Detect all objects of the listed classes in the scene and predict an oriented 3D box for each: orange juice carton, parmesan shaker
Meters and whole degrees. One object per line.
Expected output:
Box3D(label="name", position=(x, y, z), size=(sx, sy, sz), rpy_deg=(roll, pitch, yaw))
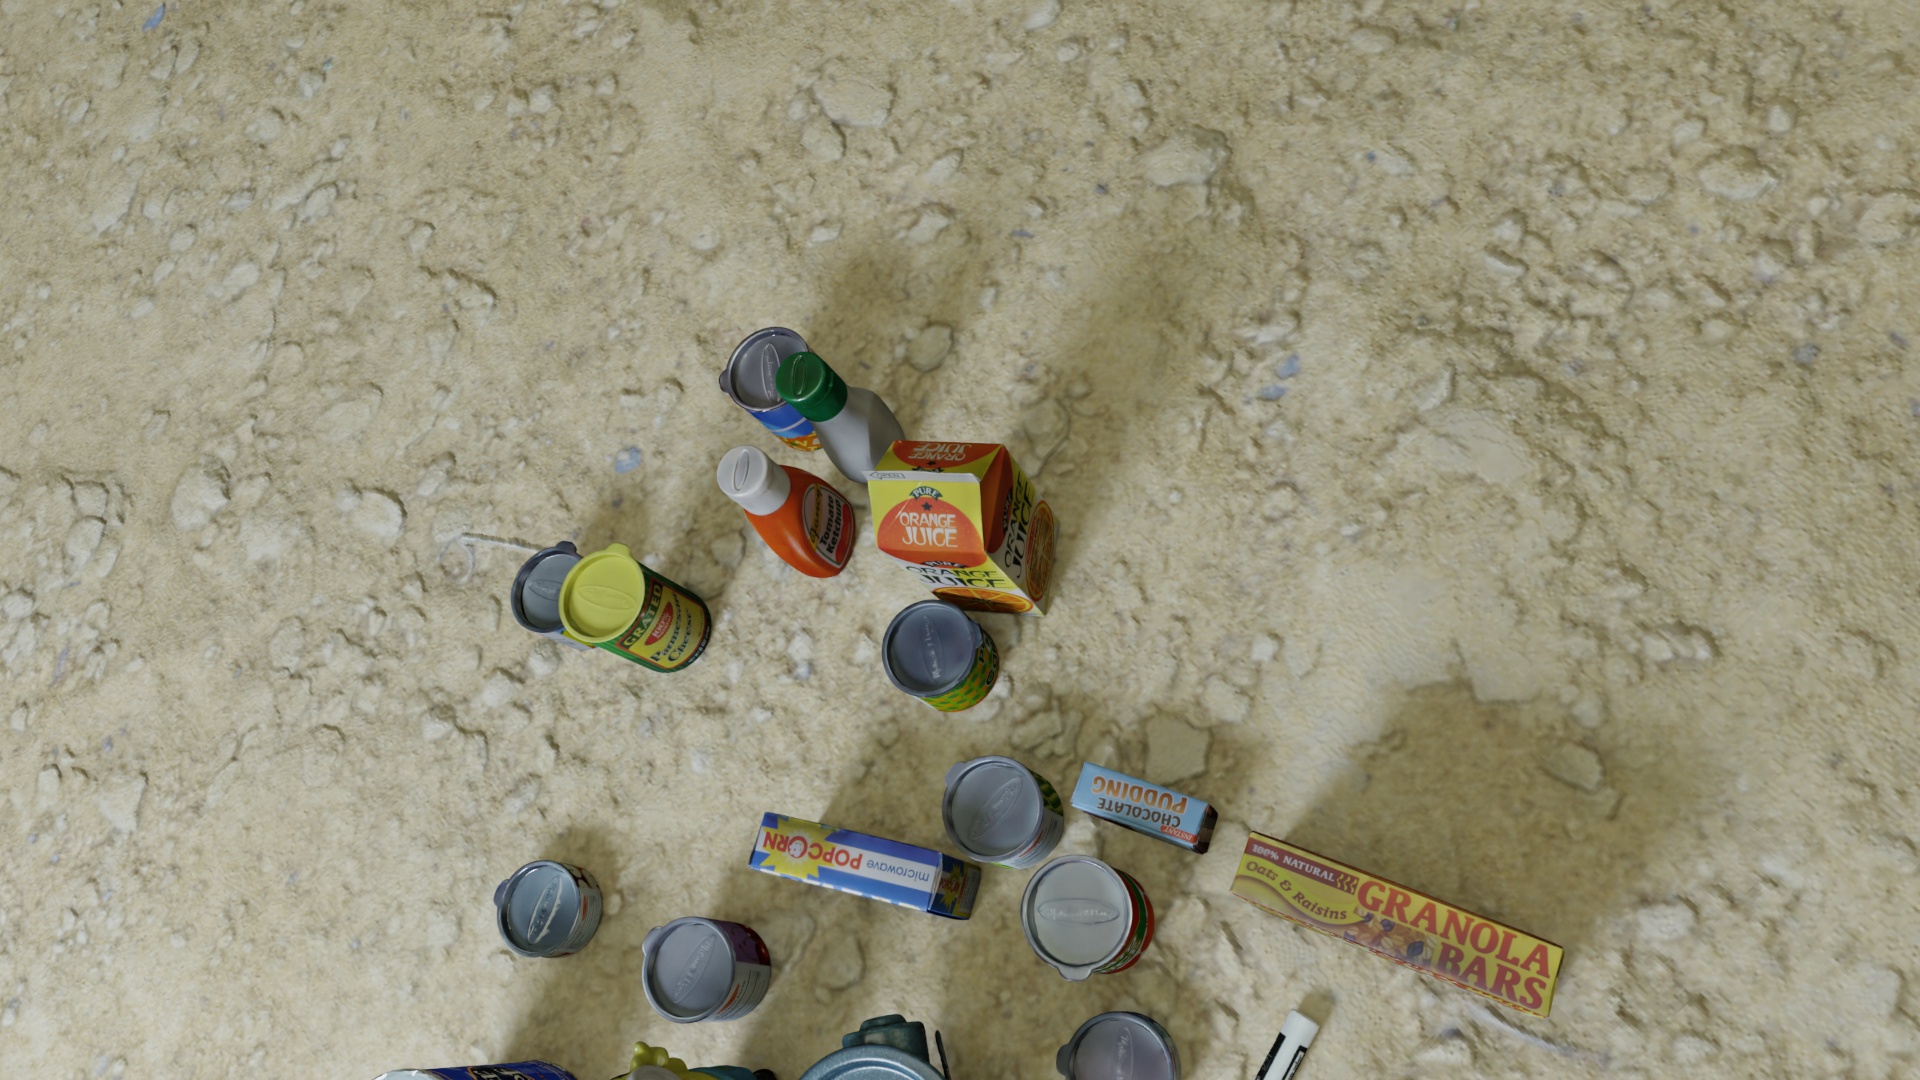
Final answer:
Box3D(label="orange juice carton", position=(0.003, -0.011, 0.887), size=(0.072, 0.192, 0.073), rpy_deg=(4, 74, 19))
Box3D(label="parmesan shaker", position=(-0.228, 0.050, 0.991), size=(0.071, 0.103, 0.071), rpy_deg=(-6, 71, 16))

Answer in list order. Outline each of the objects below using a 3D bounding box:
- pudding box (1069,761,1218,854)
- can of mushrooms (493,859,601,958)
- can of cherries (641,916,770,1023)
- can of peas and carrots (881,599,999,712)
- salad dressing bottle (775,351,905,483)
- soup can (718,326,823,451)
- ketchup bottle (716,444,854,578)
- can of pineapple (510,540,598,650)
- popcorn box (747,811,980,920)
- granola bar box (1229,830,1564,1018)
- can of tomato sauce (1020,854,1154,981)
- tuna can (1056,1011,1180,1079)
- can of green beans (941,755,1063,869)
Box3D(label="pudding box", position=(0.115, 0.168, 0.869), size=(0.084, 0.049, 0.030), rpy_deg=(16, 78, 22))
Box3D(label="can of mushrooms", position=(-0.291, 0.259, 0.978), size=(0.071, 0.033, 0.071), rpy_deg=(-6, 70, 16))
Box3D(label="can of cherries", position=(-0.168, 0.282, 0.917), size=(0.071, 0.058, 0.071), rpy_deg=(-6, 71, 16))
Box3D(label="can of peas and carrots", position=(-0.010, 0.078, 0.935), size=(0.071, 0.058, 0.071), rpy_deg=(-6, 71, 16))
Box3D(label="salad dressing bottle", position=(-0.082, -0.085, 0.965), size=(0.044, 0.147, 0.064), rpy_deg=(-3, 72, 17))
Box3D(label="soup can", position=(-0.127, -0.109, 1.023), size=(0.071, 0.083, 0.071), rpy_deg=(-6, 71, 16))
Box3D(label="ketchup bottle", position=(-0.119, -0.023, 0.955), size=(0.043, 0.148, 0.065), rpy_deg=(2, 73, 19))
Box3D(label="can of pineapple", position=(-0.290, 0.043, 1.038), size=(0.071, 0.057, 0.071), rpy_deg=(-6, 71, 16))
Box3D(label="popcorn box", position=(-0.059, 0.210, 0.891), size=(0.127, 0.085, 0.038), rpy_deg=(8, 75, 20))
Box3D(label="granola bar box", position=(0.241, 0.213, 0.772), size=(0.166, 0.124, 0.039), rpy_deg=(18, 79, 22))
Box3D(label="can of tomato sauce", position=(0.079, 0.230, 0.841), size=(0.071, 0.083, 0.071), rpy_deg=(-6, 71, 16))
Box3D(label="tuna can", position=(0.095, 0.317, 0.834), size=(0.071, 0.032, 0.071), rpy_deg=(-6, 70, 16))
Box3D(label="can of green beans", position=(0.028, 0.175, 0.890), size=(0.071, 0.057, 0.071), rpy_deg=(-6, 71, 16))
